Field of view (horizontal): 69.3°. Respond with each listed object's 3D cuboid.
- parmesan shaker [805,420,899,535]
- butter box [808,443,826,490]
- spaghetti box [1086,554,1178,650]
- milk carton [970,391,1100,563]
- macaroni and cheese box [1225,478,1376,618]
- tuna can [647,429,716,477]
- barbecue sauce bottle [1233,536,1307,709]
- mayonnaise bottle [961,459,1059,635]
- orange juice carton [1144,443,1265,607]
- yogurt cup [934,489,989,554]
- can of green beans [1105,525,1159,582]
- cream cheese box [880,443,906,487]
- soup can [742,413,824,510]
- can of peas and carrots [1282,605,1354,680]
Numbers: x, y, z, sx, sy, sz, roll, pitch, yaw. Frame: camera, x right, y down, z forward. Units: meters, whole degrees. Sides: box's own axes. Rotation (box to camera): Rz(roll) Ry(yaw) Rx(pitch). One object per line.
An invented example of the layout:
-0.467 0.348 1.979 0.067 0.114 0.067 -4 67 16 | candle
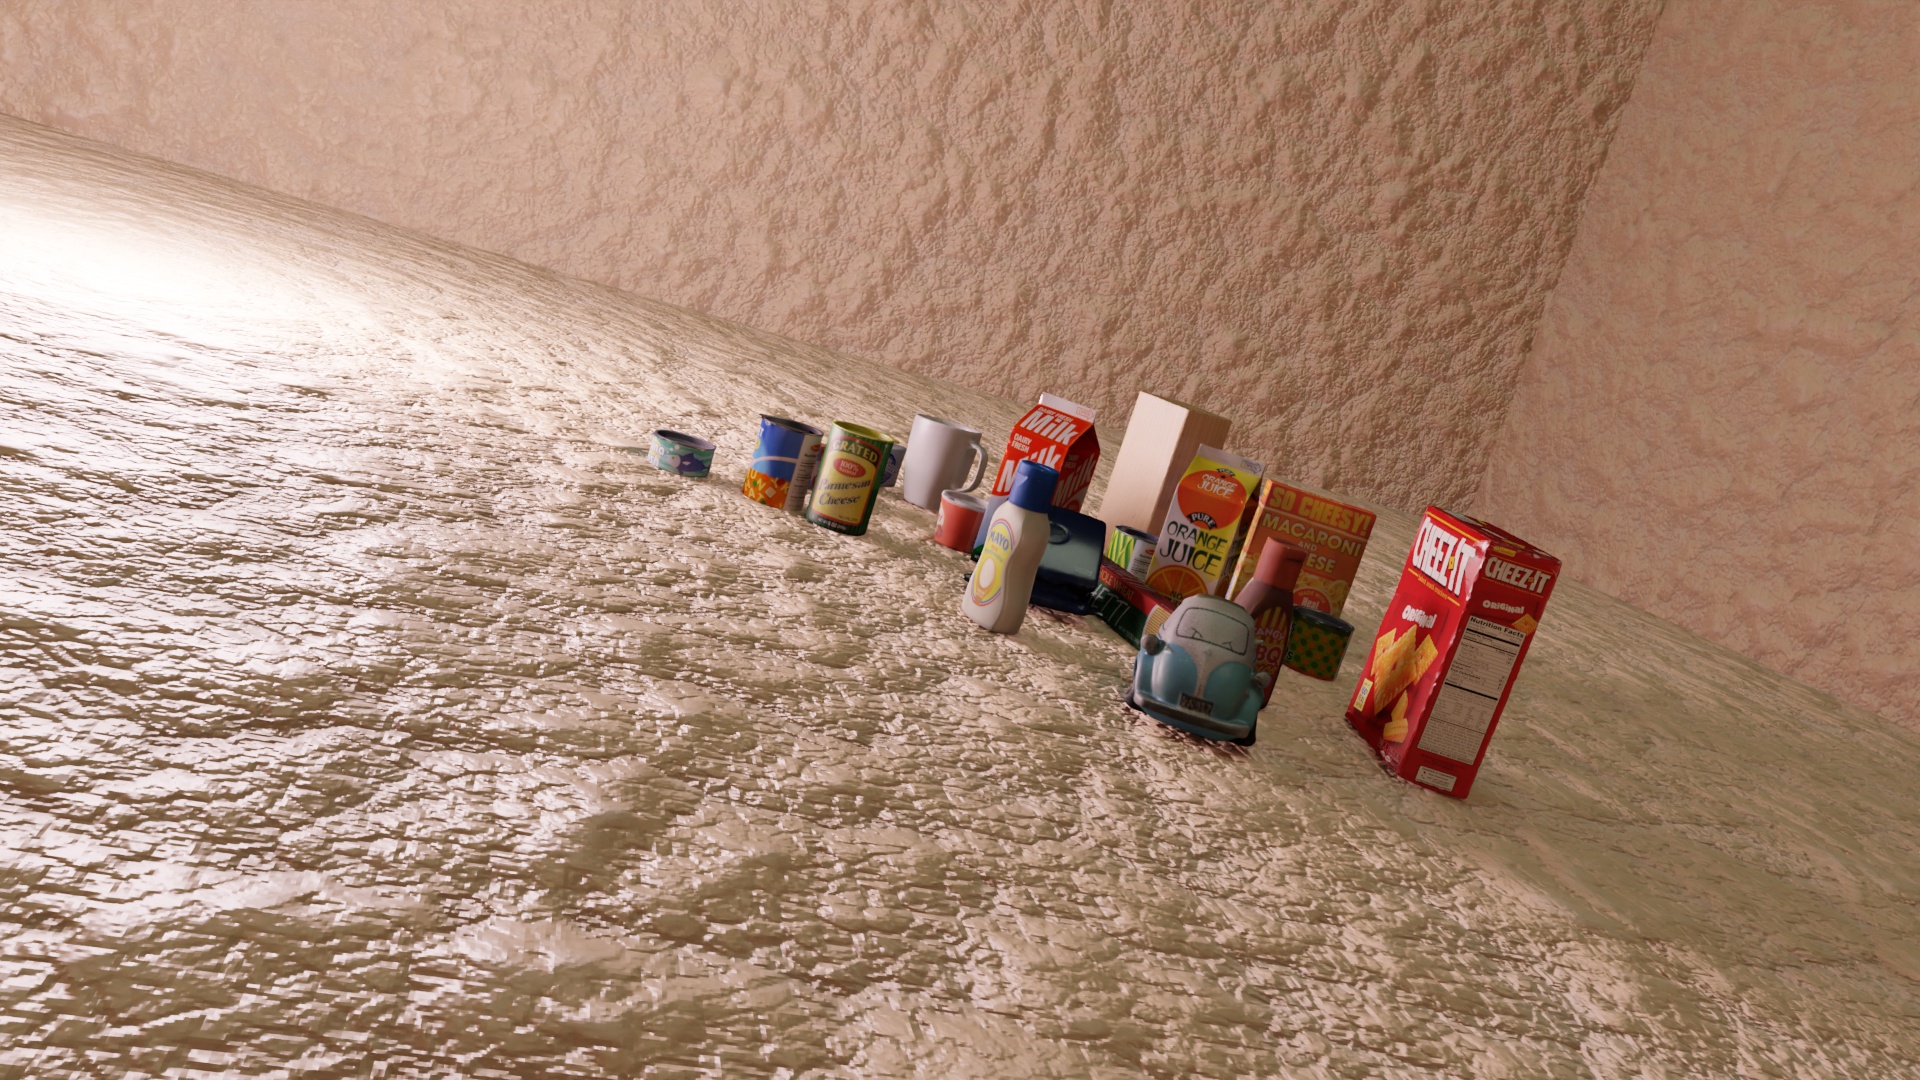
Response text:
-0.110 -0.062 1.412 0.071 0.103 0.071 17 11 -3 | parmesan shaker
-0.158 -0.083 1.570 0.024 0.053 0.103 26 14 39 | butter box
0.161 0.061 1.366 0.029 0.050 0.250 13 12 -24 | spaghetti box
0.084 -0.055 1.450 0.072 0.190 0.073 24 12 31 | milk carton
0.376 0.028 1.554 0.124 0.166 0.040 18 11 3 | macaroni and cheese box
-0.294 -0.091 1.453 0.071 0.032 0.071 17 11 -3 | tuna can
0.261 0.071 1.215 0.065 0.148 0.044 13 11 -21 | barbecue sauce bottle
0.047 0.004 1.213 0.041 0.147 0.065 10 13 -35 | mayonnaise bottle
0.245 0.002 1.411 0.072 0.192 0.073 22 11 20 | orange juice carton
0.005 -0.019 1.506 0.072 0.053 0.072 17 11 -3 | yogurt cup
0.201 0.021 1.604 0.071 0.057 0.071 17 11 -3 | can of green beans
-0.106 -0.092 1.691 0.024 0.053 0.104 23 12 25 | cream cheese box
-0.187 -0.082 1.439 0.071 0.083 0.071 17 11 -3 | soup can
0.365 0.105 1.441 0.071 0.058 0.071 17 11 -3 | can of peas and carrots
